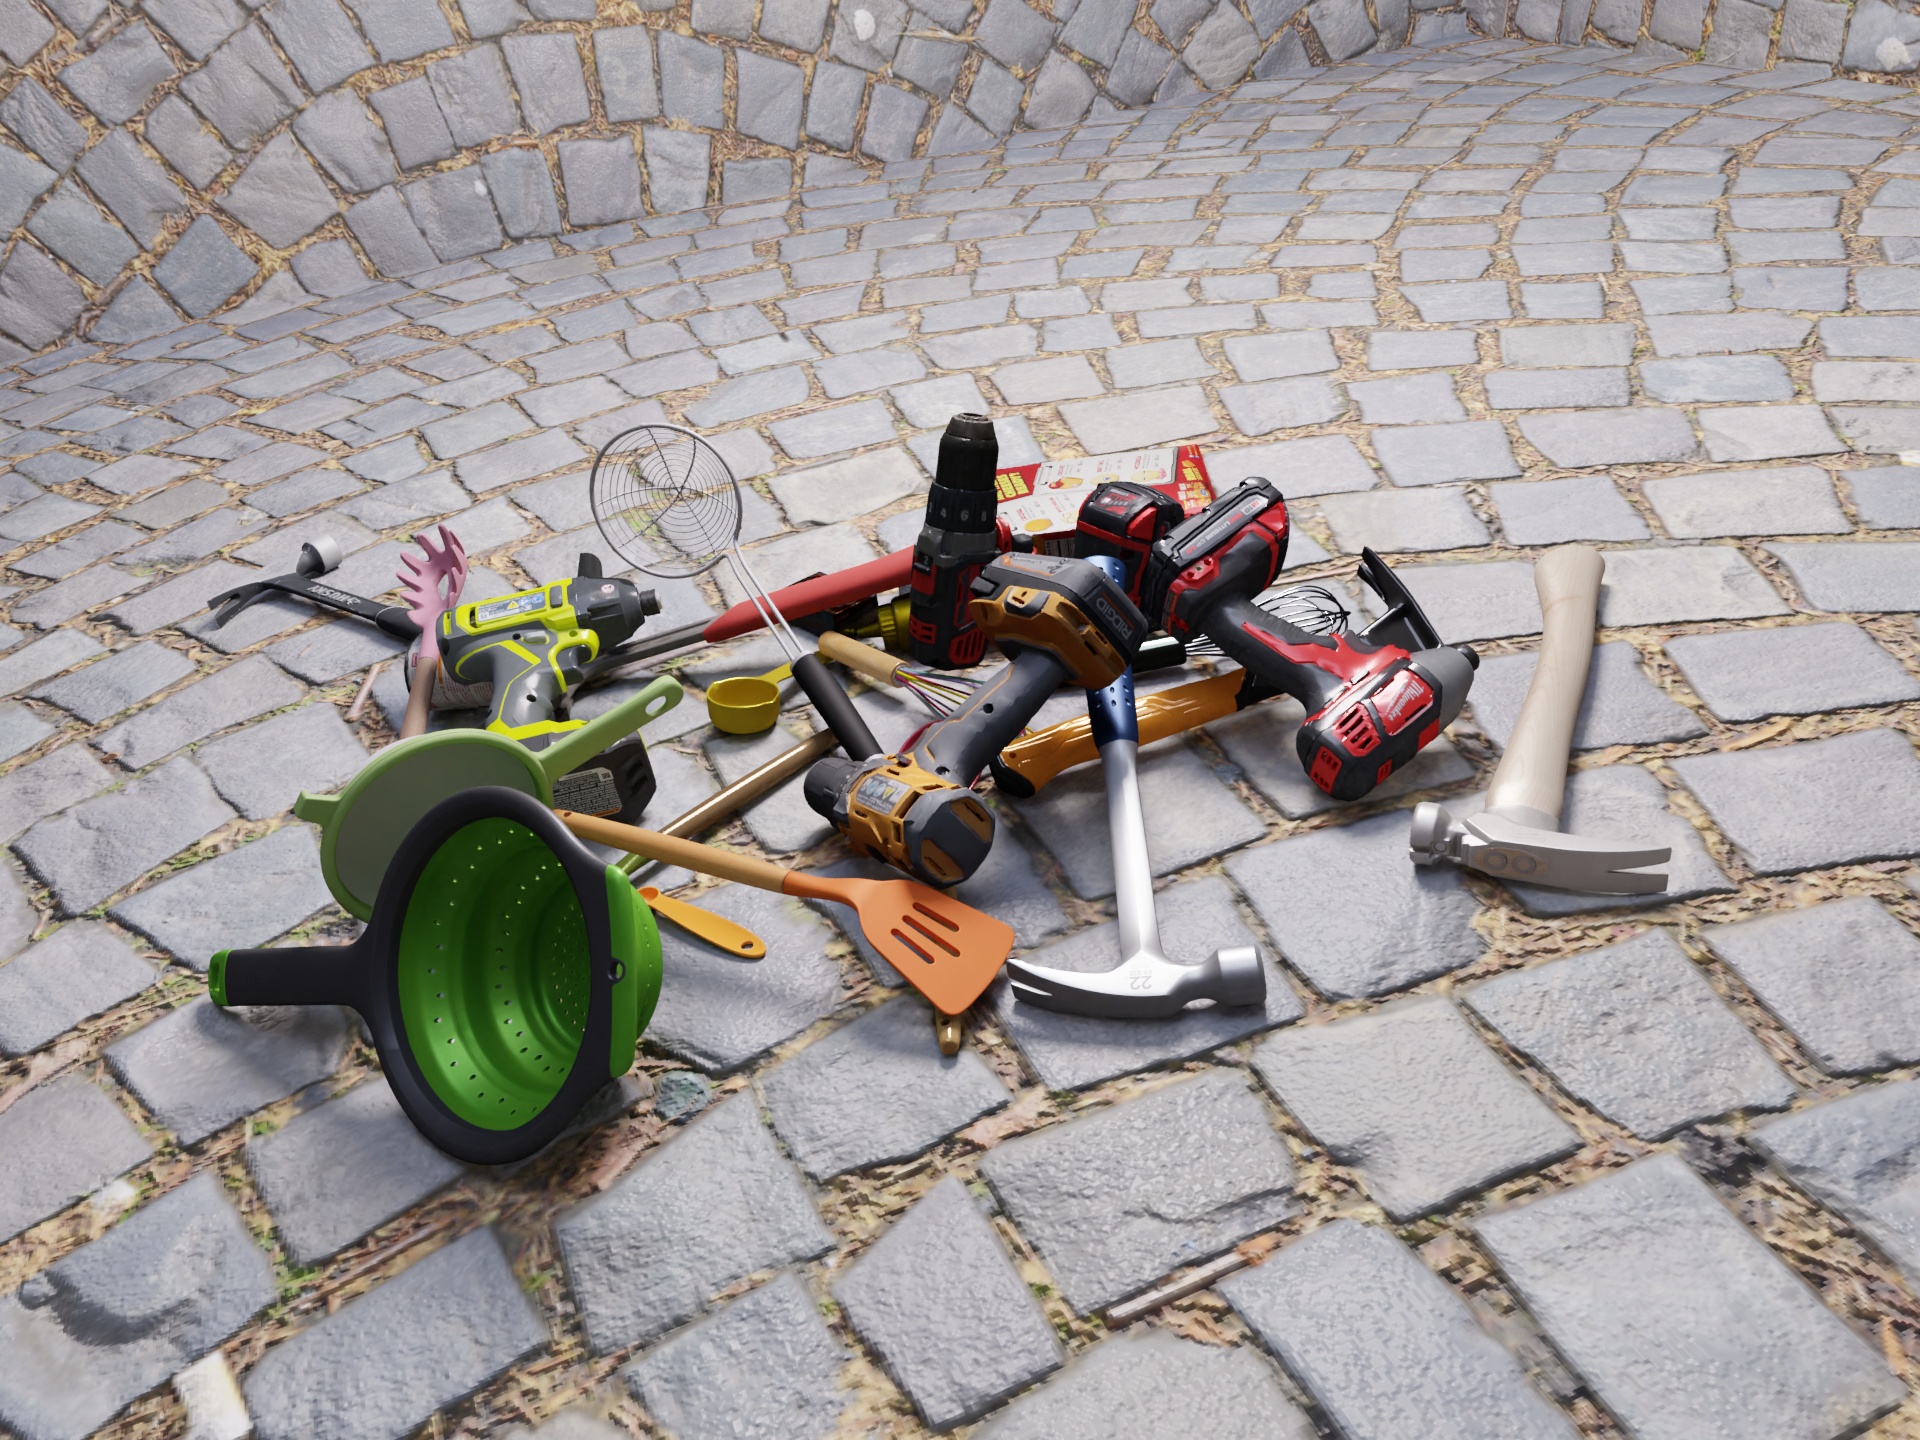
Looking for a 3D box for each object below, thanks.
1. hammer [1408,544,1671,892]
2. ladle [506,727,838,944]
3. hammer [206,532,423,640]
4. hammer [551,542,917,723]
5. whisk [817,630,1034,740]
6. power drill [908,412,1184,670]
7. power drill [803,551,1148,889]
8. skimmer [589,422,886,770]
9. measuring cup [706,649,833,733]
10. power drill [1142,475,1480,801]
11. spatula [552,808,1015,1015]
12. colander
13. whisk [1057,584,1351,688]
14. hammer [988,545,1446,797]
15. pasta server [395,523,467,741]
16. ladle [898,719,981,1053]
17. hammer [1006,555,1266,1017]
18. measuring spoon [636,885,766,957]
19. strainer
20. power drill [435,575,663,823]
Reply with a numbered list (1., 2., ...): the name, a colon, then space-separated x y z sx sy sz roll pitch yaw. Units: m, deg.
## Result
1. hammer: 0.418 -0.019 1.092 0.146 0.038 0.411 7 34 23
2. ladle: -0.198 0.065 1.099 0.078 0.062 0.320 4 28 44
3. hammer: -0.547 -0.099 1.487 0.409 0.036 0.149 17 40 36
4. hammer: -0.163 -0.085 1.301 0.359 0.036 0.149 -16 29 9
5. whisk: -0.030 -0.026 1.219 0.047 0.051 0.245 -6 21 -41
6. power drill: 0.062 -0.140 1.209 0.226 0.187 0.080 -9 25 -36
7. power drill: -0.002 -0.003 1.047 0.226 0.084 0.185 -53 30 -13
8. skimmer: -0.169 -0.087 1.212 0.090 0.127 0.364 9 37 -49
9. measuring cup: -0.141 -0.026 1.274 0.062 0.029 0.156 16 27 29
10. power drill: 0.241 -0.059 1.089 0.143 0.078 0.220 -35 65 -18
11. spatula: -0.125 0.102 0.979 0.323 0.041 0.081 12 37 26
12. colander: -0.304 0.149 0.947 0.397 0.204 0.094 -7 -8 35
13. whisk: 0.177 -0.057 1.219 0.246 0.058 0.059 -11 -4 3
14. hammer: 0.177 -0.023 1.133 0.337 0.034 0.127 -18 59 -9
15. pasta server: -0.425 -0.029 1.240 0.060 0.040 0.317 -20 48 18
16. ladle: -0.010 0.098 1.020 0.069 0.031 0.316 -19 31 10
17. hammer: 0.097 0.026 1.036 0.144 0.035 0.406 -7 41 6
18. measuring spoon: -0.169 0.132 1.025 0.117 0.011 0.021 19 40 33
19. strainer: -0.305 0.030 1.049 0.256 0.151 0.069 -33 47 -20
20. power drill: -0.300 -0.019 1.190 0.171 0.080 0.223 -14 45 -5
